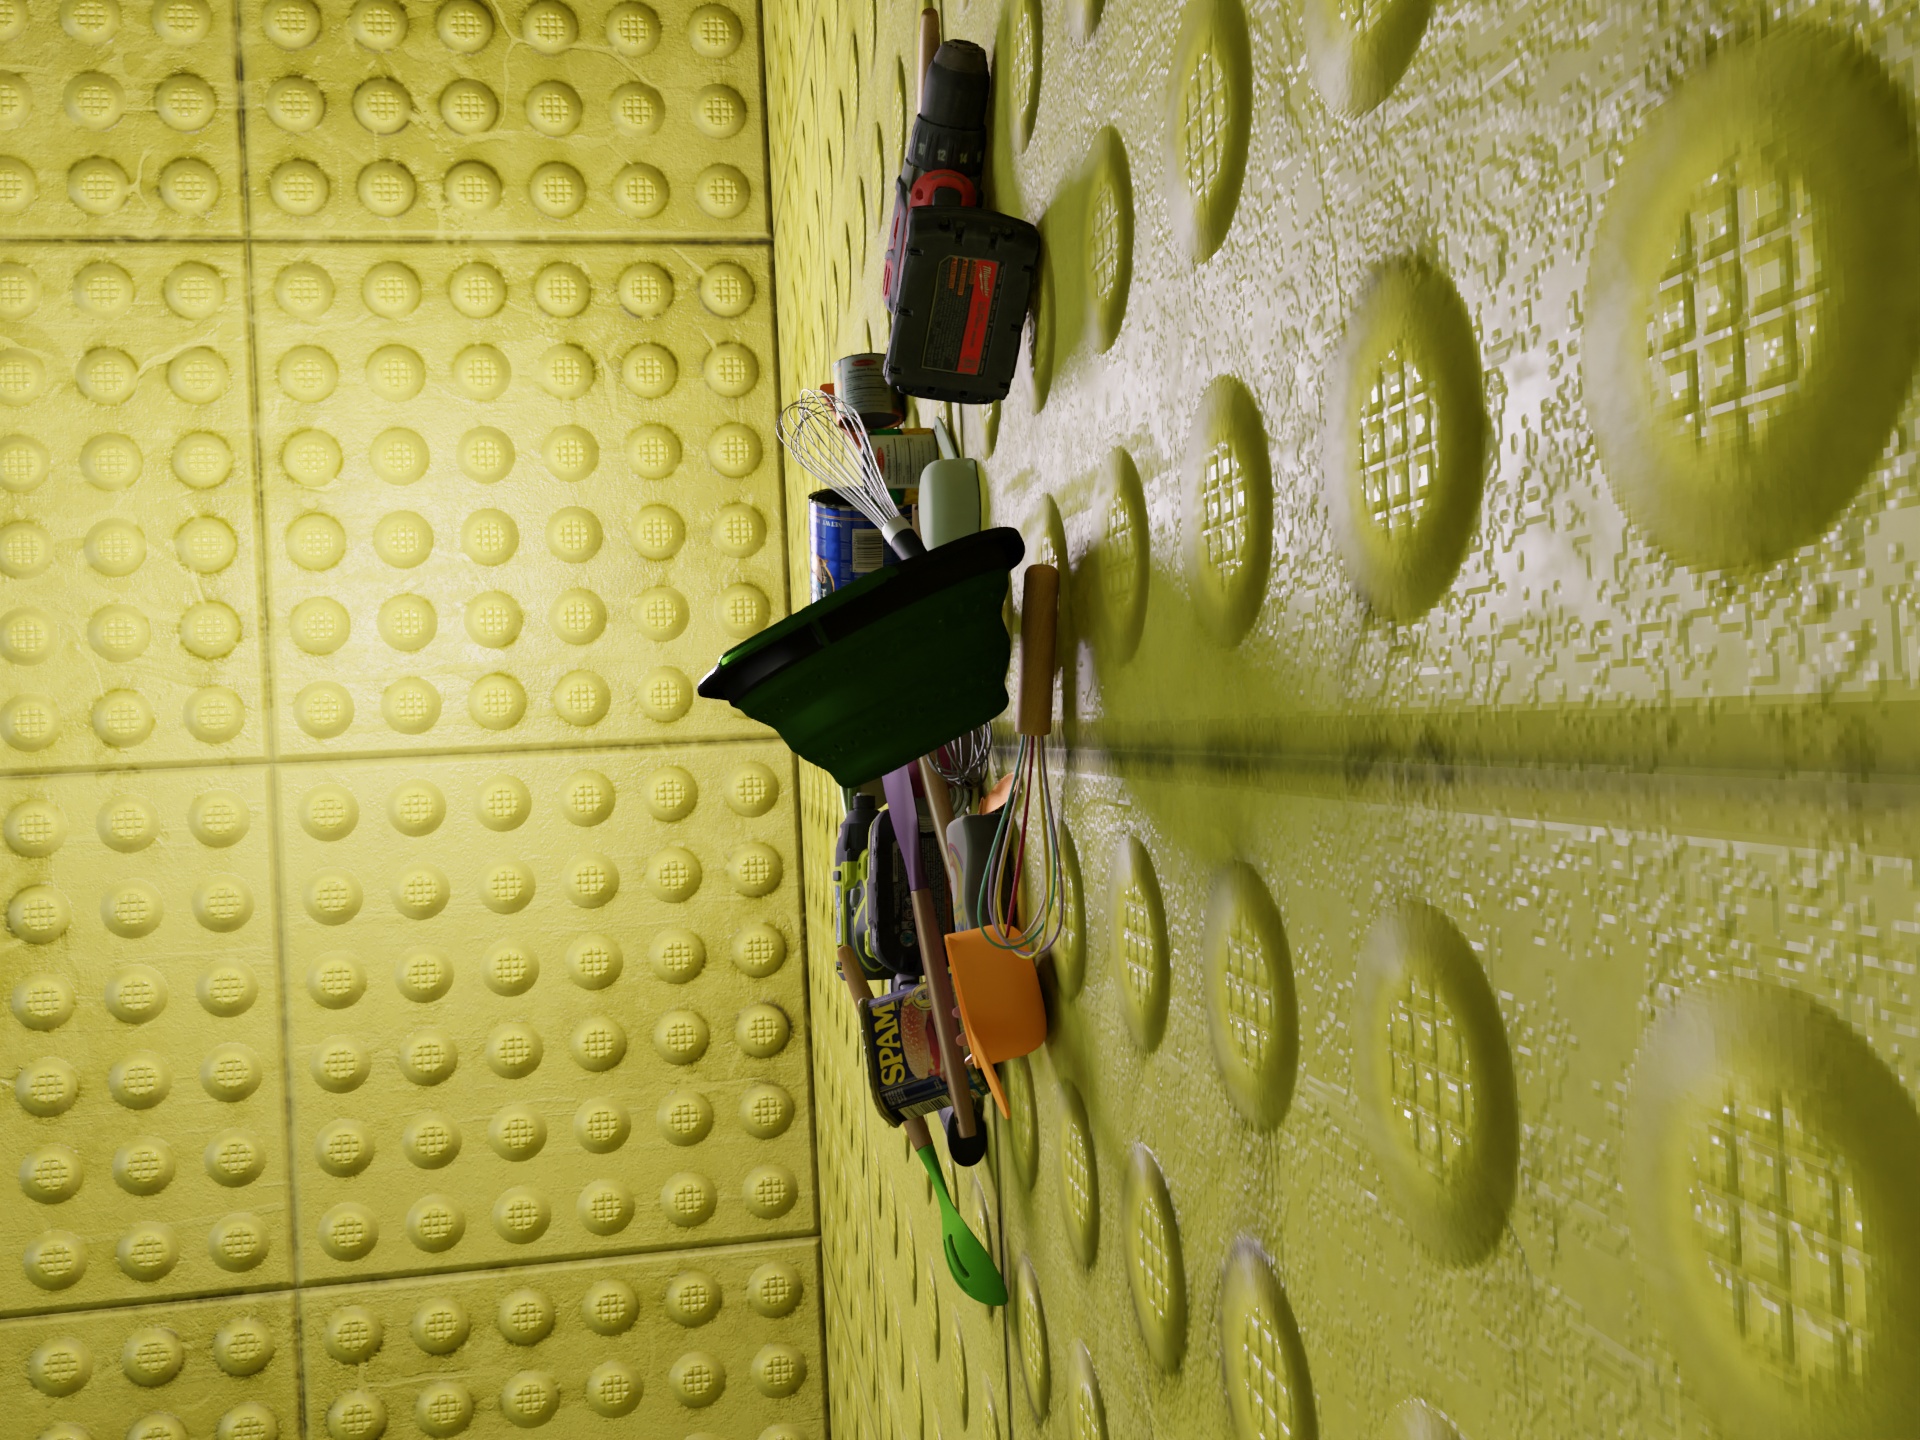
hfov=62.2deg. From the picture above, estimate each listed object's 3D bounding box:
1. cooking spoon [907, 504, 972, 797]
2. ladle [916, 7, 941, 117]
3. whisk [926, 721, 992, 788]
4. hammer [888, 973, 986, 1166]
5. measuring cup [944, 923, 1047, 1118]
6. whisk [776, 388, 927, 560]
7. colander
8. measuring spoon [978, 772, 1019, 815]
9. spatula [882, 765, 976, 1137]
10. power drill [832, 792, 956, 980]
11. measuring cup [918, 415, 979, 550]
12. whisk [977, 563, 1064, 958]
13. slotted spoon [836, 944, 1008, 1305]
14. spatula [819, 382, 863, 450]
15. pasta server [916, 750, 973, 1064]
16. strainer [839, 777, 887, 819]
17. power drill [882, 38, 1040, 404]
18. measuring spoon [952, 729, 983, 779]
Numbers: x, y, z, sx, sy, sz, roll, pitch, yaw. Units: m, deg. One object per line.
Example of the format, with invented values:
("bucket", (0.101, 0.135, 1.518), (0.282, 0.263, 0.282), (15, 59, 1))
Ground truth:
("cooking spoon", (-0.028, -0.069, 1.306), (0.017, 0.069, 0.319), (55, -156, -46))
("ladle", (-0.025, -0.380, 1.175), (0.315, 0.031, 0.069), (93, 179, -57))
("whisk", (-0.010, -0.040, 1.214), (0.239, 0.055, 0.055), (-97, 10, -45))
("hammer", (-0.026, 0.301, 1.419), (0.335, 0.035, 0.146), (-128, 33, -71))
("measuring cup", (0.032, 0.190, 0.987), (0.174, 0.052, 0.095), (-119, 16, -67))
("whisk", (-0.064, -0.172, 1.275), (0.285, 0.070, 0.070), (54, 153, 30))
("colander", (-0.022, -0.031, 0.988), (0.094, 0.204, 0.397), (63, -167, 1))
("measuring spoon", (0.030, 0.055, 1.122), (0.117, 0.011, 0.021), (132, 146, -71))
("spatula", (-0.026, 0.153, 1.194), (0.060, 0.018, 0.316), (144, 116, -65))
("power drill", (-0.064, 0.142, 1.386), (0.223, 0.080, 0.171), (158, 112, -71))
("measuring cup", (-0.019, -0.189, 1.234), (0.168, 0.038, 0.083), (-107, 17, -47))
("whisk", (0.039, 0.028, 0.961), (0.047, 0.051, 0.245), (-109, 21, -77))
("slotted spoon", (-0.039, 0.319, 1.272), (0.070, 0.031, 0.314), (109, 141, -55))
("spatula", (-0.079, -0.177, 1.568), (0.041, 0.081, 0.322), (-7, 90, 48))
("pasta server", (-0.015, 0.094, 1.181), (0.060, 0.040, 0.316), (61, -166, -76))
("strainer", (-0.095, -0.014, 1.643), (0.151, 0.069, 0.257), (99, 166, -58))
("power drill", (-0.006, -0.323, 1.030), (0.227, 0.080, 0.187), (-100, 18, -55))
("measuring spoon", (-0.002, -0.004, 1.232), (0.018, 0.034, 0.124), (83, 174, -57))
